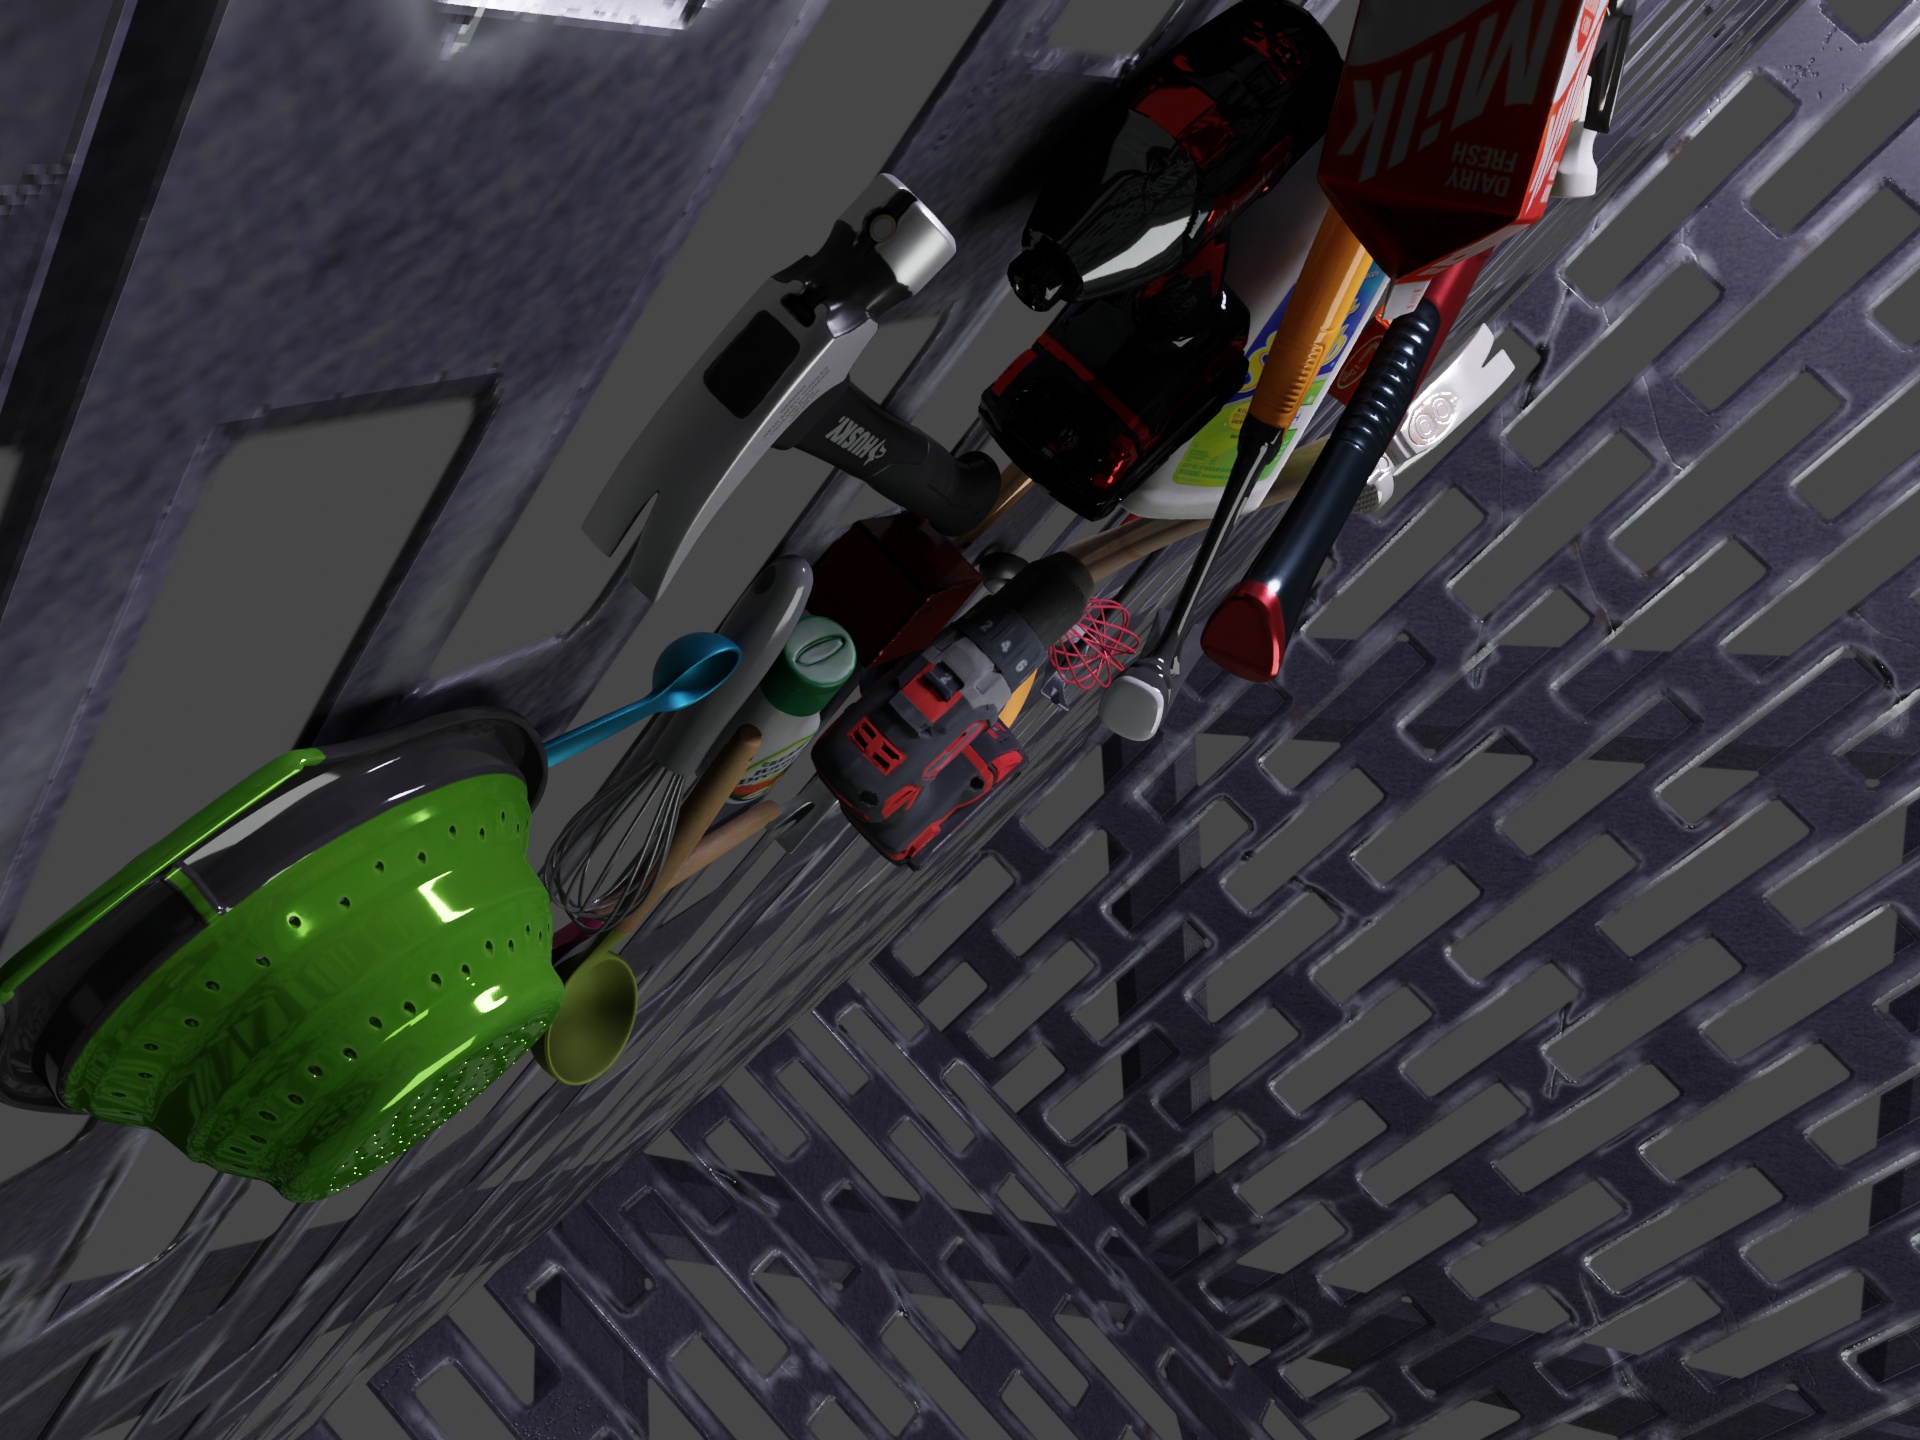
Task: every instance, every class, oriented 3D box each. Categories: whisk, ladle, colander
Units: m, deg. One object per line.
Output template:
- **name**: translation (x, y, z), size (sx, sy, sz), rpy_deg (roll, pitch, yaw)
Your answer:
- **whisk**: translation (0.070, -0.074, 1.144), size (0.073, 0.073, 0.295), rpy_deg (-45, 159, 8)
- **whisk**: translation (-0.131, 0.014, 0.739), size (0.239, 0.055, 0.055), rpy_deg (-53, 169, 28)
- **ladle**: translation (-0.163, 0.103, 0.848), size (0.078, 0.062, 0.320), rpy_deg (-44, 176, -47)
- **colander**: translation (-0.210, 0.112, 0.622), size (0.204, 0.094, 0.397), rpy_deg (-40, 173, -11)

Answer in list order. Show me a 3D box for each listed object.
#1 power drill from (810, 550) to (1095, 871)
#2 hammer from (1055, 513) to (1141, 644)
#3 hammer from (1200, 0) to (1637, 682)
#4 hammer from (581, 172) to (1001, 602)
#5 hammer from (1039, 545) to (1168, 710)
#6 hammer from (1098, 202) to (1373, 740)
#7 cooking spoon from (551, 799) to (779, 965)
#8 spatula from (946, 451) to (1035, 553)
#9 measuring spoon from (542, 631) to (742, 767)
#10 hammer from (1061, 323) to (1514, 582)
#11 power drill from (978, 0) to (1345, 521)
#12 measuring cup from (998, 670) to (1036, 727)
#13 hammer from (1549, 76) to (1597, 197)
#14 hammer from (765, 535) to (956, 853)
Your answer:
- **power drill**: translation (-0.002, -0.003, 0.953), size (0.188, 0.080, 0.226), rpy_deg (-43, 170, -11)
- **hammer**: translation (0.151, -0.168, 1.279), size (0.359, 0.037, 0.149), rpy_deg (-47, 172, 31)
- **hammer**: translation (0.217, -0.182, 0.732), size (0.386, 0.038, 0.143), rpy_deg (-60, 158, -10)
- **hammer**: translation (-0.034, -0.102, 0.628), size (0.146, 0.035, 0.334), rpy_deg (-45, 173, 8)
- **hammer**: translation (0.187, -0.167, 1.391), size (0.408, 0.036, 0.149), rpy_deg (-52, -172, 34)
- **hammer**: translation (0.148, -0.151, 0.725), size (0.127, 0.034, 0.336), rpy_deg (-50, 164, -58)
- **cooking spoon**: translation (-0.209, 0.113, 0.976), size (0.068, 0.017, 0.319), rpy_deg (-45, 173, 35)
- **spatula**: translation (0.101, -0.190, 0.837), size (0.317, 0.044, 0.082), rpy_deg (-44, 149, 20)
- **measuring spoon**: translation (-0.148, -0.006, 0.654), size (0.128, 0.021, 0.042), rpy_deg (-29, 165, -29)
- **hammer**: translation (0.182, -0.150, 1.053), size (0.146, 0.038, 0.410), rpy_deg (-42, -168, -22)
- **power drill**: translation (0.070, -0.174, 0.641), size (0.143, 0.078, 0.219), rpy_deg (-43, 170, -13)
- **measuring cup**: translation (0.009, 0.009, 1.207), size (0.173, 0.052, 0.095), rpy_deg (-70, 167, 17)
- **hammer**: translation (0.315, -0.336, 0.887), size (0.331, 0.031, 0.130), rpy_deg (-39, 133, -49)
- **hammer**: translation (-0.057, -0.014, 1.012), size (0.144, 0.035, 0.405), rpy_deg (-41, 173, -19)
